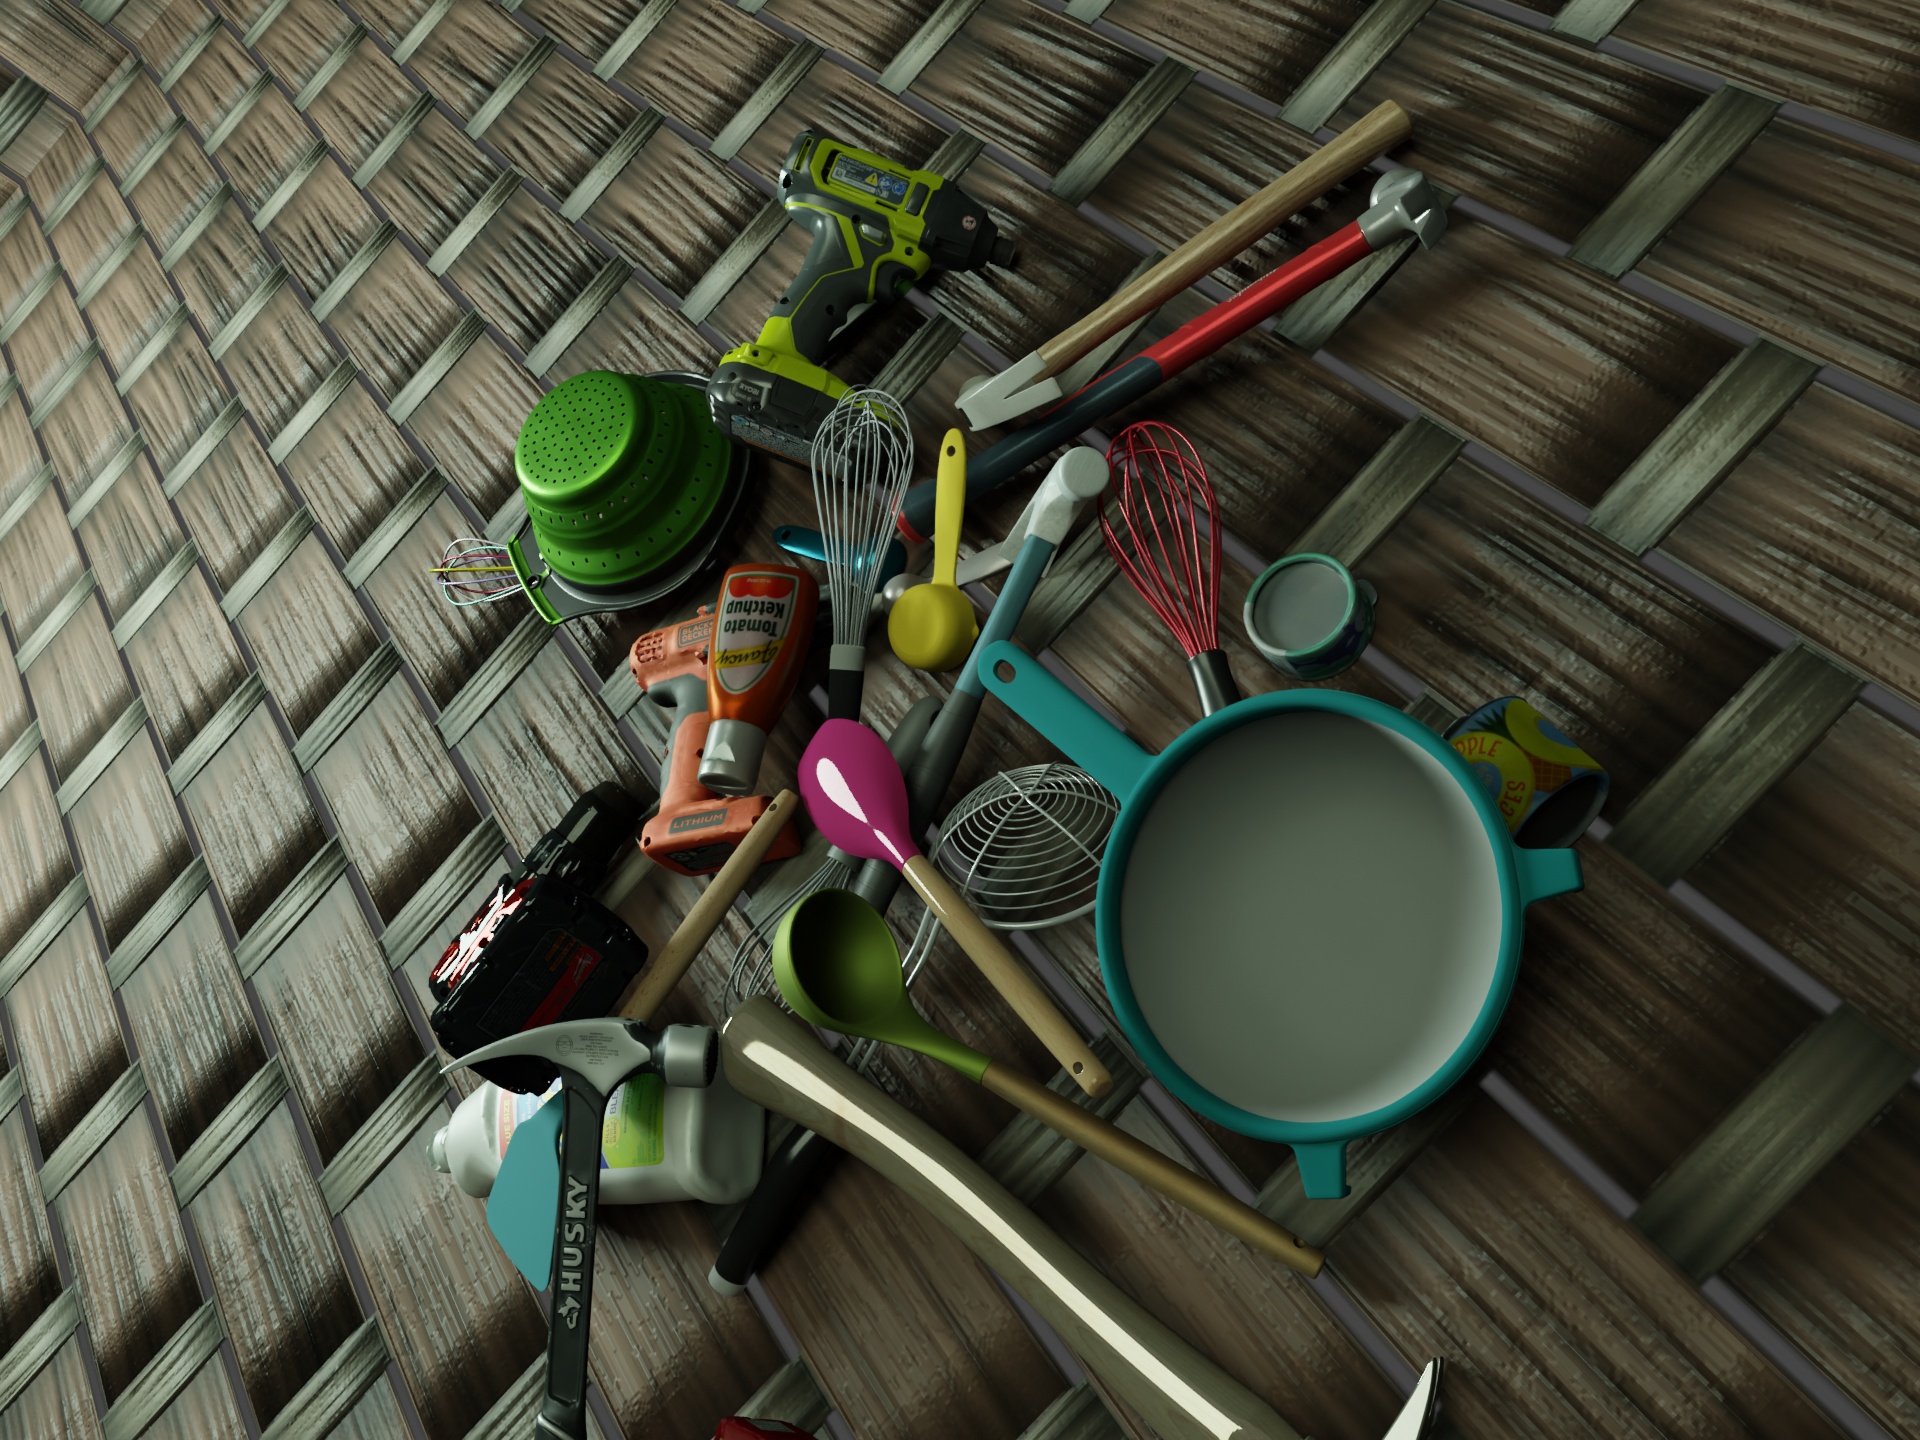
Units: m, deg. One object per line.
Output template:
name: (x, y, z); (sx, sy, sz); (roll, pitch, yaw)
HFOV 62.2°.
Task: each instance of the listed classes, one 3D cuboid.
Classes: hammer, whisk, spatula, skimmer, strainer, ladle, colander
hammer: (-0.222, 0.367, 0.868); (0.149, 0.036, 0.409); (3, 85, 2)
hammer: (0.033, 0.254, 0.793); (0.411, 0.038, 0.146); (33, 86, 30)
hammer: (0.113, -0.212, 0.976); (0.386, 0.038, 0.143); (-29, 14, 23)
whisk: (-0.075, 0.086, 0.982); (0.055, 0.055, 0.239); (21, 75, 38)
hammer: (-0.001, -0.003, 0.945); (0.033, 0.128, 0.331); (26, 87, -5)
spatula: (-0.185, 0.177, 0.942); (0.082, 0.044, 0.317); (26, 78, 46)
skimmer: (-0.024, 0.182, 0.911); (0.363, 0.090, 0.127); (-60, 39, 8)
strainer: (0.139, 0.062, 0.810); (0.341, 0.095, 0.211); (41, 104, 36)
whisk: (-0.328, -0.120, 1.255); (0.245, 0.047, 0.051); (0, 66, 30)
hammer: (0.139, -0.285, 1.010); (0.331, 0.031, 0.130); (-34, 14, 8)
whisk: (-0.070, -0.072, 1.012); (0.070, 0.070, 0.284); (4, 89, 35)
ladle: (0.039, 0.181, 0.800); (0.320, 0.078, 0.062); (27, 124, 21)
colander: (-0.196, -0.241, 1.172); (0.397, 0.094, 0.205); (-39, 57, 4)
whisk: (0.135, -0.052, 0.908); (0.073, 0.073, 0.296); (-25, 62, 21)

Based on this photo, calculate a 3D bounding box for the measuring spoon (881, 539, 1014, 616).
measuring spoon: (-0.001, -0.100, 1.044); (0.124, 0.018, 0.034); (-22, 57, 22)

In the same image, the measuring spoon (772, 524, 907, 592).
measuring spoon: (-0.092, -0.122, 1.111); (0.129, 0.021, 0.042); (20, 79, 37)

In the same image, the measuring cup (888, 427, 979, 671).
measuring cup: (-0.017, -0.109, 1.014); (0.062, 0.029, 0.156); (9, 97, 36)

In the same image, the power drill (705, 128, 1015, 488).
power drill: (-0.071, -0.287, 1.116); (0.171, 0.080, 0.223); (21, 78, -3)

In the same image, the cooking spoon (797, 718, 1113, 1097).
cooking spoon: (-0.013, 0.092, 0.855); (0.068, 0.017, 0.319); (-58, 44, 12)

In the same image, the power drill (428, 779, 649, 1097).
power drill: (-0.262, 0.129, 1.019); (0.188, 0.080, 0.227); (-54, 18, -8)
